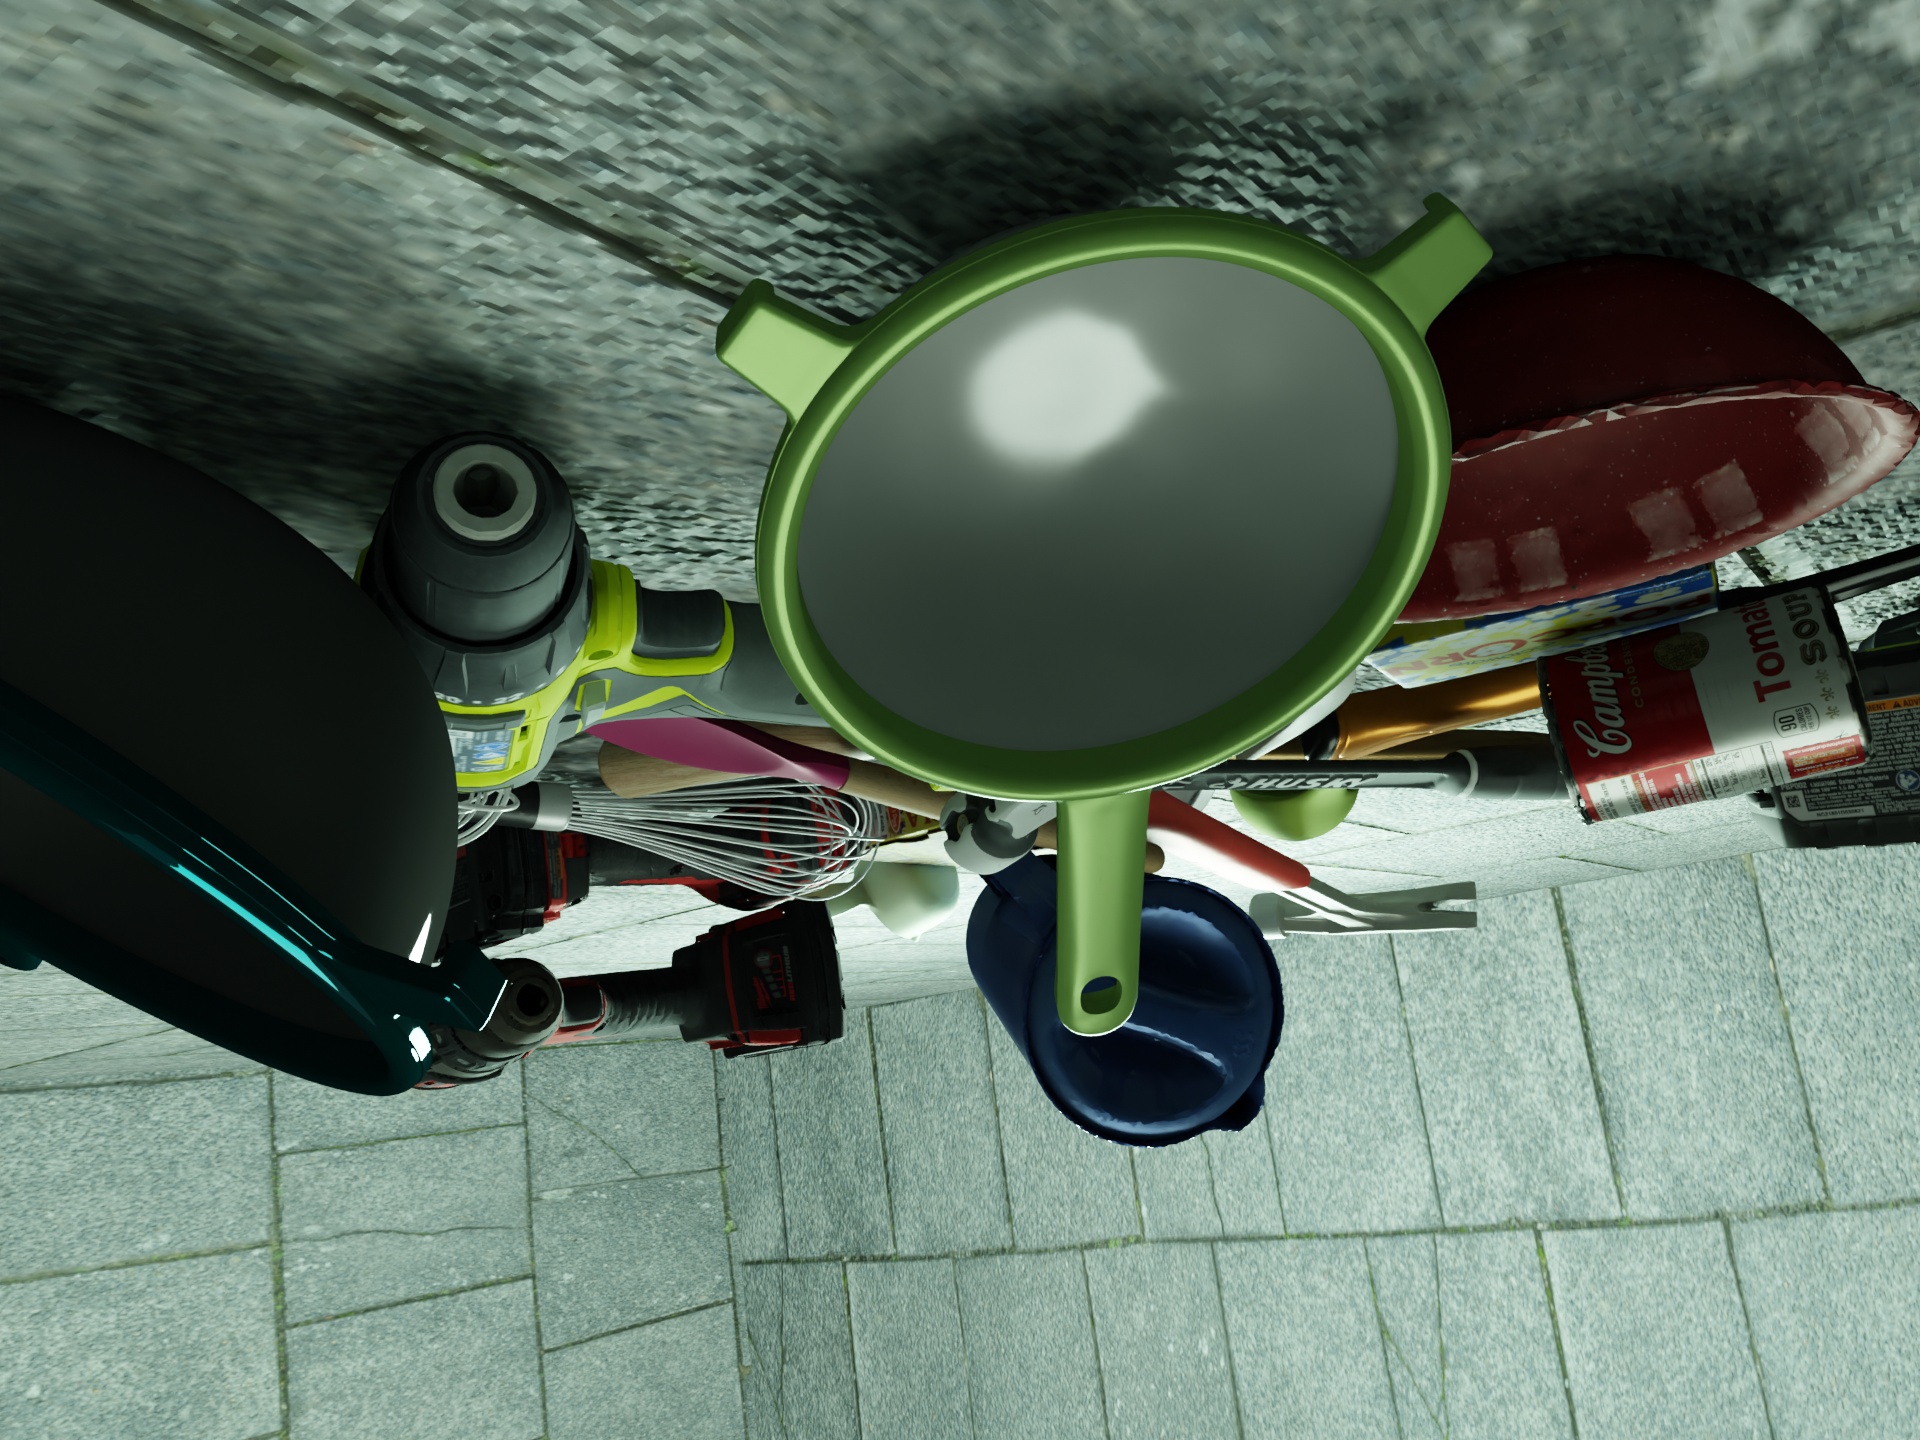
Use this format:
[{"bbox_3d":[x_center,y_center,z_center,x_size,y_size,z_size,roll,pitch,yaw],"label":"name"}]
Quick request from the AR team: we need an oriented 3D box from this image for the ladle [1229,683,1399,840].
[{"bbox_3d":[0.212,-0.001,0.840,0.078,0.062,0.320,-5,160,-8],"label":"ladle"}]

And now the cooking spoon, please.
[{"bbox_3d":[-0.030,0.028,0.679,0.318,0.017,0.069,18,160,-34],"label":"cooking spoon"}]

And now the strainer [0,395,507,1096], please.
[{"bbox_3d":[-0.228,0.010,0.421,0.211,0.095,0.340,37,151,-18],"label":"strainer"}]

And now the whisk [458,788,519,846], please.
[{"bbox_3d":[-0.274,0.013,0.583,0.246,0.058,0.059,12,-173,-45],"label":"whisk"}]

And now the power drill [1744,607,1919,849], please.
[{"bbox_3d":[0.453,-0.014,0.724,0.223,0.080,0.171,-20,-176,-37],"label":"power drill"}]

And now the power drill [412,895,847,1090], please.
[{"bbox_3d":[-0.172,0.143,0.818,0.226,0.080,0.188,-2,167,-34],"label":"power drill"}]

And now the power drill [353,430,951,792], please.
[{"bbox_3d":[-0.058,-0.028,0.465,0.228,0.080,0.190,0,165,-19],"label":"power drill"}]

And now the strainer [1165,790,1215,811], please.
[{"bbox_3d":[0.087,0.027,0.868,0.087,0.050,0.258,-38,156,5],"label":"strainer"}]

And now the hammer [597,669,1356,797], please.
[{"bbox_3d":[-0.001,-0.002,0.674,0.331,0.031,0.130,-9,155,19],"label":"hammer"}]

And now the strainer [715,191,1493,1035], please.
[{"bbox_3d":[0.030,-0.019,0.397,0.151,0.069,0.256,-9,135,-5],"label":"strainer"}]

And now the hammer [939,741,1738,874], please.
[{"bbox_3d":[0.202,0.019,0.672,0.408,0.036,0.149,0,158,-28],"label":"hammer"}]

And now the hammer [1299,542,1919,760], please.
[{"bbox_3d":[0.307,-0.038,0.667,0.337,0.034,0.127,-18,164,22],"label":"hammer"}]

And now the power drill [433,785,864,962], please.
[{"bbox_3d":[-0.176,0.076,0.855,0.219,0.078,0.143,-1,166,-39],"label":"power drill"}]

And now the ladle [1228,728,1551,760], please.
[{"bbox_3d":[0.139,0.013,0.763,0.315,0.031,0.069,0,143,-10],"label":"ladle"}]

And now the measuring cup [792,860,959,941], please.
[{"bbox_3d":[-0.049,0.099,0.978,0.038,0.083,0.167,-28,171,22],"label":"measuring cup"}]

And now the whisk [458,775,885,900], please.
[{"bbox_3d":[-0.163,0.042,0.754,0.284,0.070,0.070,8,161,-30],"label":"whisk"}]

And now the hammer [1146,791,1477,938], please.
[{"bbox_3d":[0.177,0.083,0.921,0.149,0.037,0.358,-9,160,32],"label":"hammer"}]
